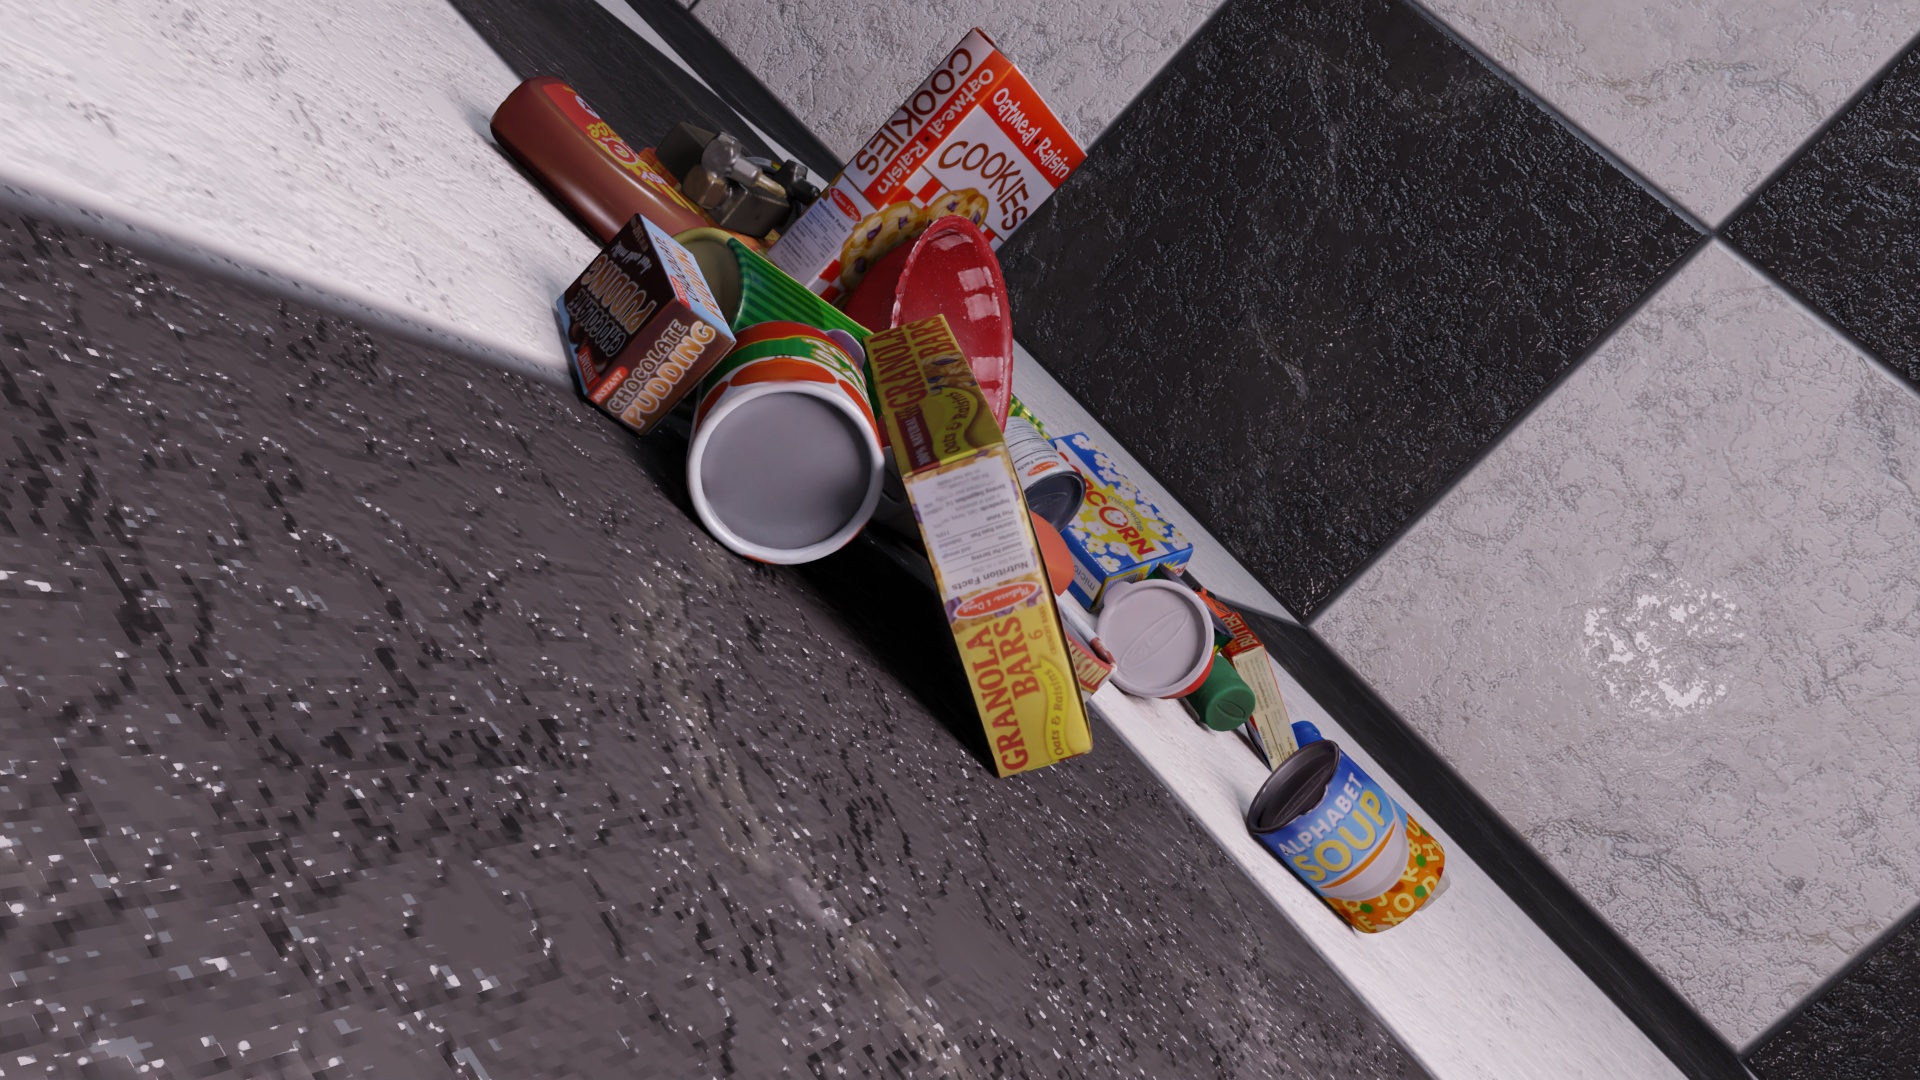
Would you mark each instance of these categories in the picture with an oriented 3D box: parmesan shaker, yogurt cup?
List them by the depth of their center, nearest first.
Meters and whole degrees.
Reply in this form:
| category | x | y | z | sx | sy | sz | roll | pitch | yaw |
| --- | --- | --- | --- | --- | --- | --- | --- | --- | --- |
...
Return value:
| category | x | y | z | sx | sy | sz | roll | pitch | yaw |
| --- | --- | --- | --- | --- | --- | --- | --- | --- | --- |
| parmesan shaker | -0.087 | -0.079 | 0.584 | 0.071 | 0.071 | 0.103 | 50 | 13 | 31 |
| yogurt cup | 0.116 | 0.061 | 0.804 | 0.072 | 0.072 | 0.054 | 48 | 3 | 24 |

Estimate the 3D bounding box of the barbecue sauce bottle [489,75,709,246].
| category | x | y | z | sx | sy | sz | roll | pitch | yaw |
| --- | --- | --- | --- | --- | --- | --- | --- | --- | --- |
| barbecue sauce bottle | -0.159 | -0.160 | 0.682 | 0.148 | 0.043 | 0.065 | 44 | 10 | -1 |

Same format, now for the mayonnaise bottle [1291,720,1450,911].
| category | x | y | z | sx | sy | sz | roll | pitch | yaw |
| --- | --- | --- | --- | --- | --- | --- | --- | --- | --- |
| mayonnaise bottle | 0.272 | 0.186 | 0.960 | 0.064 | 0.041 | 0.148 | 35 | 14 | -43 |

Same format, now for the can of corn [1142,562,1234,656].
| category | x | y | z | sx | sy | sz | roll | pitch | yaw |
| --- | --- | --- | --- | --- | --- | --- | --- | --- | --- |
| can of corn | 0.129 | 0.059 | 0.872 | 0.071 | 0.058 | 0.071 | 43 | 10 | -9 |

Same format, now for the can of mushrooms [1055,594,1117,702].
| category | x | y | z | sx | sy | sz | roll | pitch | yaw |
| --- | --- | --- | --- | --- | --- | --- | --- | --- | --- |
| can of mushrooms | 0.038 | 0.048 | 0.637 | 0.071 | 0.033 | 0.071 | 43 | 10 | -9 |

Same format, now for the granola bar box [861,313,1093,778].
| category | x | y | z | sx | sy | sz | roll | pitch | yaw |
| --- | --- | --- | --- | --- | --- | --- | --- | --- | --- |
| granola bar box | 0.003 | -0.006 | 0.538 | 0.166 | 0.039 | 0.123 | -110 | -178 | -65 |

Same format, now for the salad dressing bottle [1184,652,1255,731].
| category | x | y | z | sx | sy | sz | roll | pitch | yaw |
| --- | --- | --- | --- | --- | --- | --- | --- | --- | --- |
| salad dressing bottle | 0.149 | 0.071 | 0.940 | 0.064 | 0.044 | 0.148 | 31 | 16 | -33 |

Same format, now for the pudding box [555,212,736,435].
| category | x | y | z | sx | sy | sz | roll | pitch | yaw |
| --- | --- | --- | --- | --- | --- | --- | --- | --- | --- |
| pudding box | -0.116 | -0.080 | 0.505 | 0.030 | 0.049 | 0.084 | 38 | 12 | -37 |

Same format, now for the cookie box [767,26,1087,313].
| category | x | y | z | sx | sy | sz | roll | pitch | yaw |
| --- | --- | --- | --- | --- | --- | --- | --- | --- | --- |
| cookie box | -0.016 | -0.197 | 0.800 | 0.040 | 0.167 | 0.123 | 50 | 12 | 22 |

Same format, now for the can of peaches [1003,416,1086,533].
| category | x | y | z | sx | sy | sz | roll | pitch | yaw |
| --- | --- | --- | --- | --- | --- | --- | --- | --- | --- |
| can of peaches | 0.034 | -0.033 | 0.865 | 0.058 | 0.071 | 0.071 | 50 | 11 | 31 |

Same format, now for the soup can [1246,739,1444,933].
| category | x | y | z | sx | sy | sz | roll | pitch | yaw |
| --- | --- | --- | --- | --- | --- | --- | --- | --- | --- |
| soup can | 0.208 | 0.160 | 0.746 | 0.084 | 0.071 | 0.071 | 43 | 10 | -5 |

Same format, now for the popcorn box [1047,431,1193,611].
| category | x | y | z | sx | sy | sz | roll | pitch | yaw |
| --- | --- | --- | --- | --- | --- | --- | --- | --- | --- |
| popcorn box | 0.087 | -0.015 | 0.952 | 0.085 | 0.038 | 0.127 | -16 | 53 | -37 |

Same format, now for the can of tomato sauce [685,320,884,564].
| category | x | y | z | sx | sy | sz | roll | pitch | yaw |
| --- | --- | --- | --- | --- | --- | --- | --- | --- | --- |
| can of tomato sauce | -0.061 | -0.037 | 0.493 | 0.071 | 0.071 | 0.083 | 40 | 11 | -20 |

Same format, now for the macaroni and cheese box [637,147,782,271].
| category | x | y | z | sx | sy | sz | roll | pitch | yaw |
| --- | --- | --- | --- | --- | --- | --- | --- | --- | --- |
| macaroni and cheese box | -0.122 | -0.164 | 0.842 | 0.166 | 0.040 | 0.124 | 43 | 11 | -4 |

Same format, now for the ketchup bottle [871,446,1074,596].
| category | x | y | z | sx | sy | sz | roll | pitch | yaw |
| --- | --- | --- | --- | --- | --- | --- | --- | --- | --- |
| ketchup bottle | 0.002 | -0.009 | 0.696 | 0.065 | 0.043 | 0.148 | 49 | 11 | 32 |

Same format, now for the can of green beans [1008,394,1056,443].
| category | x | y | z | sx | sy | sz | roll | pitch | yaw |
| --- | --- | --- | --- | --- | --- | --- | --- | --- | --- |
| can of green beans | 0.032 | -0.070 | 1.014 | 0.071 | 0.057 | 0.071 | 42 | 10 | -9 |

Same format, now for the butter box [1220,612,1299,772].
| category | x | y | z | sx | sy | sz | roll | pitch | yaw |
| --- | --- | --- | --- | --- | --- | --- | --- | --- | --- |
| butter box | 0.205 | 0.105 | 0.965 | 0.053 | 0.024 | 0.103 | -114 | 180 | -66 |

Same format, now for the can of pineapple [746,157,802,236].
| category | x | y | z | sx | sy | sz | roll | pitch | yaw |
| --- | --- | --- | --- | --- | --- | --- | --- | --- | --- |
| can of pineapple | -0.142 | -0.227 | 0.958 | 0.071 | 0.071 | 0.058 | 41 | 10 | -19 |
